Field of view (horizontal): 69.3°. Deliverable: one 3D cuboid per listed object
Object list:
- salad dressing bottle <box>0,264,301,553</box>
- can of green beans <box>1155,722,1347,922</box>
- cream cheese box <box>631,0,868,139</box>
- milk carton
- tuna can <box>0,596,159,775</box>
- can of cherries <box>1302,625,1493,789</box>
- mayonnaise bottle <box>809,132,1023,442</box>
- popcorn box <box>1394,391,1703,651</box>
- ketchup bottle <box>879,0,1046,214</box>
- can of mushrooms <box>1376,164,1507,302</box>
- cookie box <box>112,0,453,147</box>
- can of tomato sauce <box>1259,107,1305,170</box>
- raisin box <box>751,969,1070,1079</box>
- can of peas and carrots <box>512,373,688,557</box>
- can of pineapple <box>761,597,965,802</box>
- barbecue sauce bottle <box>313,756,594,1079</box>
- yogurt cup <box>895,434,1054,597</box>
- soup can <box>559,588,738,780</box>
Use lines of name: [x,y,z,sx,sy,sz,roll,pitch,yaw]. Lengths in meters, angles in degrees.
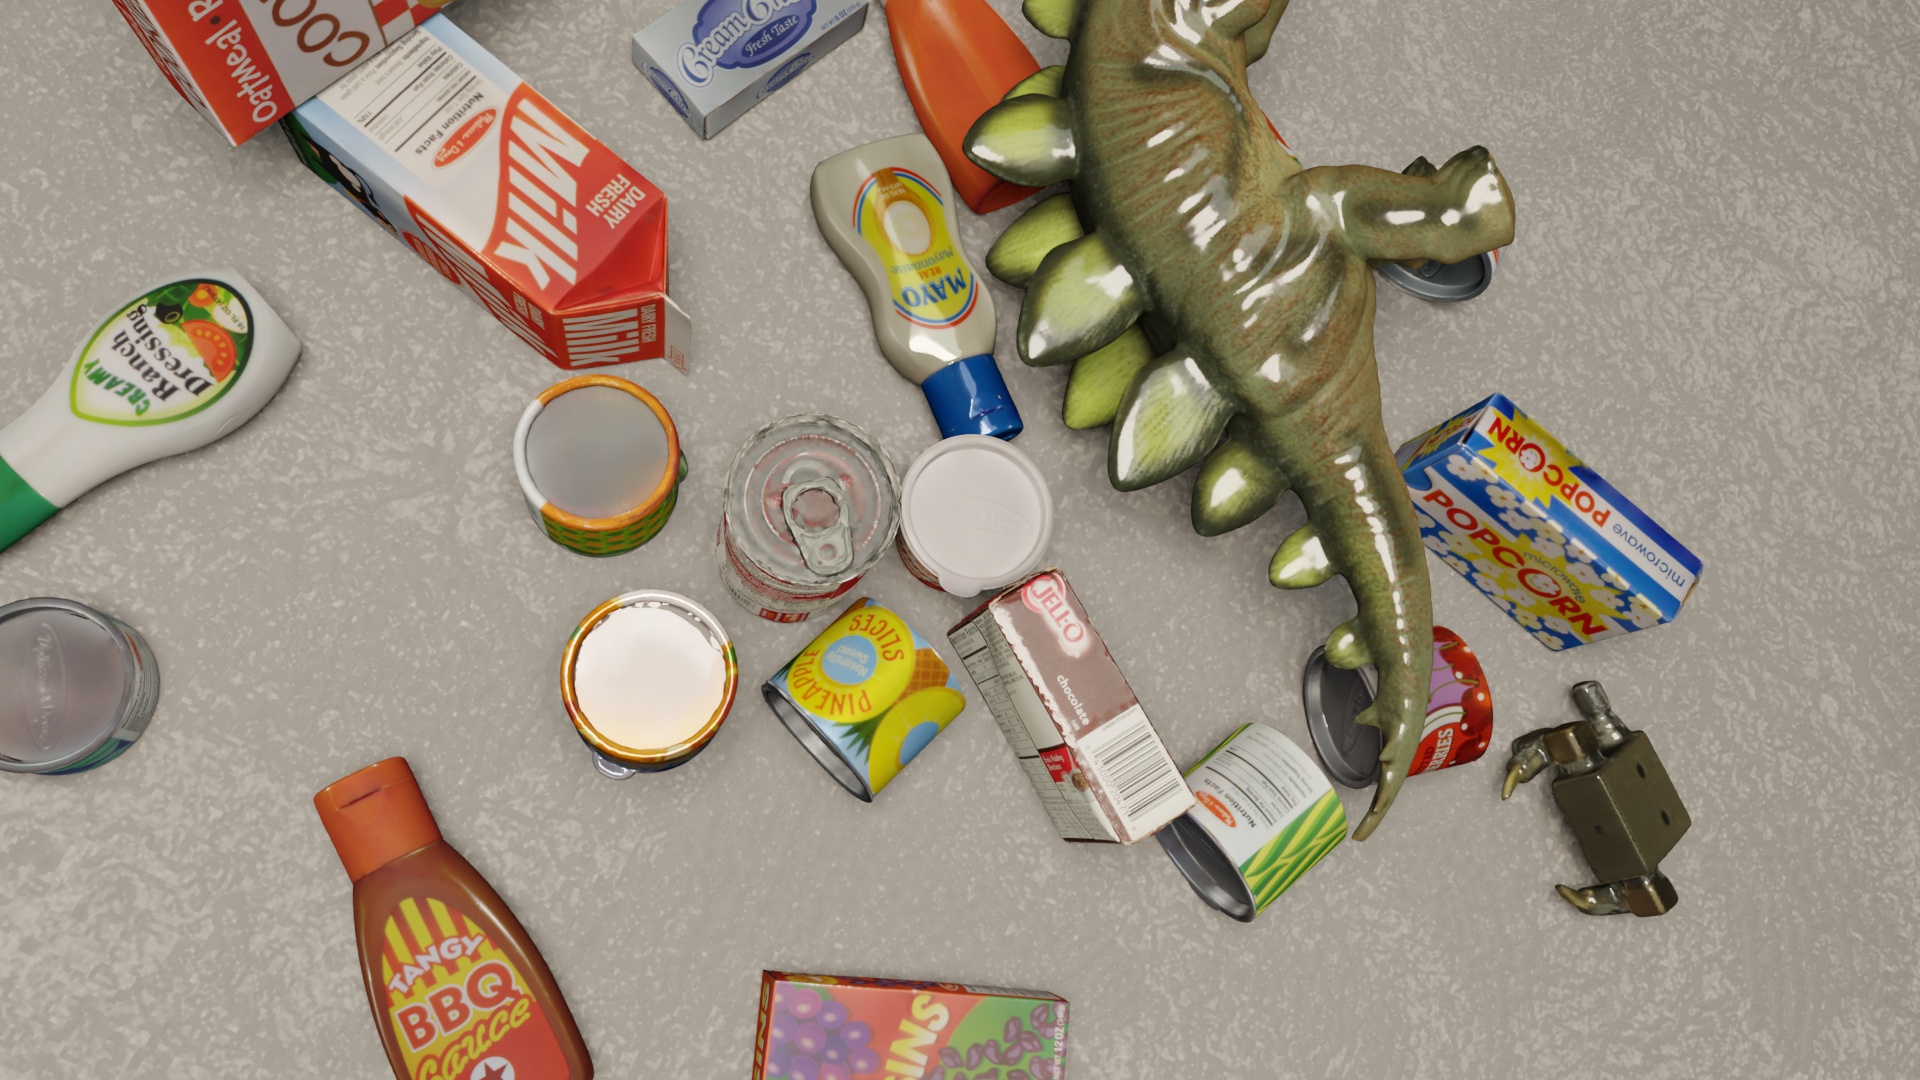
salad dressing bottle: [-0.338,-0.049,0.552,0.148,0.044,0.064,-43,91,-17]
can of green beans: [0.125,0.122,0.605,0.058,0.071,0.071,-35,87,-18]
cream cheese box: [-0.100,-0.241,0.659,0.104,0.024,0.053,-42,88,-18]
milk carton: [-0.190,-0.142,0.592,0.190,0.072,0.073,38,73,-1]
tuna can: [-0.350,0.057,0.531,0.071,0.032,0.071,3,77,-12]
can of cherries: [0.199,0.077,0.631,0.058,0.071,0.071,-9,80,-15]
mayonnaise bottle: [-0.016,-0.111,0.639,0.065,0.041,0.148,-21,82,-15]
popcorn box: [0.268,-0.006,0.656,0.127,0.085,0.038,40,72,-1]
ketchup bottle: [-0.002,-0.234,0.669,0.065,0.043,0.149,-28,85,-14]
can of mushrooms: [0.237,-0.154,0.694,0.071,0.071,0.033,34,73,-4]
cookie box: [-0.226,-0.232,0.503,0.040,0.122,0.168,45,73,3]
can of tomato sauce: [0.141,-0.157,0.670,0.071,0.071,0.083,-33,86,-17]
raisin box: [-0.022,0.223,0.564,0.123,0.040,0.086,8,77,-12]
can of peas and carrots: [-0.149,-0.031,0.583,0.071,0.058,0.071,3,78,-12]
can of pineapple: [-0.040,0.065,0.580,0.058,0.071,0.071,-43,90,-18]
barbecue sauce bottle: [-0.201,0.157,0.536,0.065,0.043,0.148,-26,84,-16]
yogurt cup: [0.002,-0.008,0.614,0.072,0.054,0.072,3,77,-12]
soup can: [-0.125,0.060,0.554,0.071,0.083,0.071,3,78,-12]
